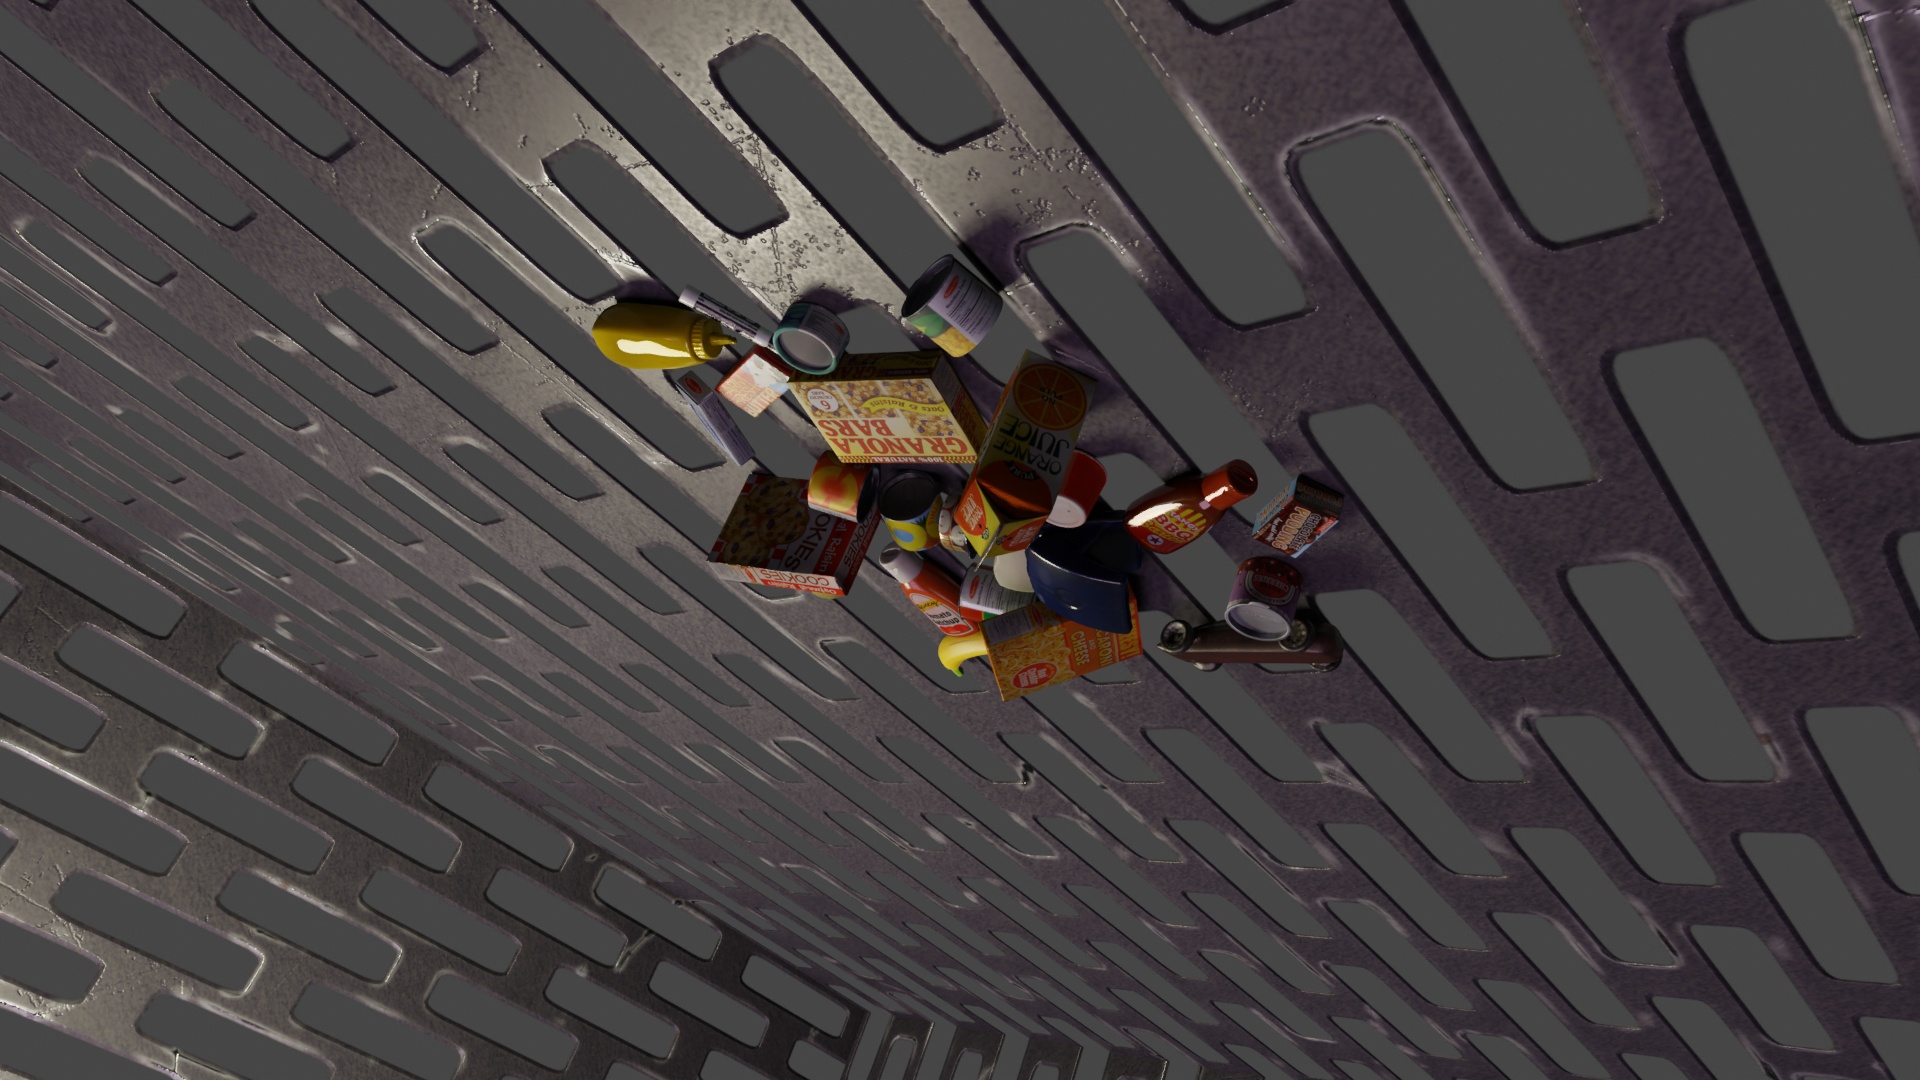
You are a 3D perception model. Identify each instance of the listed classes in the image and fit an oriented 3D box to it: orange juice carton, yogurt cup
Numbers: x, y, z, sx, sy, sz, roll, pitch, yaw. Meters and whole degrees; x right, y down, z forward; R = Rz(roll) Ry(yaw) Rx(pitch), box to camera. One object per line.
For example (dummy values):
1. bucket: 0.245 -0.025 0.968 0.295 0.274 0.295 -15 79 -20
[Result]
1. orange juice carton: 0.051 -0.065 1.213 0.073 0.193 0.071 24 149 -5
2. yogurt cup: 0.103 -0.049 1.344 0.072 0.054 0.072 16 149 10

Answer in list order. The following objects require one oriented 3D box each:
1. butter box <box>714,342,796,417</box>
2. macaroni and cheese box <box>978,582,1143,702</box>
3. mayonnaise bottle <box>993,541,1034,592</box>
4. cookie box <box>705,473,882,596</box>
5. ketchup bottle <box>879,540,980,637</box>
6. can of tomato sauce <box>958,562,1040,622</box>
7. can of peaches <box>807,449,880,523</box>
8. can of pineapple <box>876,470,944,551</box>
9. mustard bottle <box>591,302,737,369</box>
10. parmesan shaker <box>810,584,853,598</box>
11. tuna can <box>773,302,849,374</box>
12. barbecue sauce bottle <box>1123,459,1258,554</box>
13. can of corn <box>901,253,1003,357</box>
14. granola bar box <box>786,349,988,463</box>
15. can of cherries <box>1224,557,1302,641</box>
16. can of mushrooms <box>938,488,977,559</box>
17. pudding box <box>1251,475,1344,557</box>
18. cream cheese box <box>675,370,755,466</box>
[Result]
1. butter box: -0.202 -0.163 1.394 0.053 0.024 0.103 34 148 -20
2. macaroni and cheese box: 0.111 0.106 1.518 0.166 0.040 0.123 -19 145 -2
3. mayonnaise bottle: 0.062 -0.001 1.465 0.065 0.041 0.147 6 146 13
4. cookie box: -0.180 -0.008 1.531 0.167 0.123 0.040 6 147 25
5. ketchup bottle: -0.035 0.056 1.619 0.064 0.044 0.148 -9 138 42
6. can of tomato sauce: 0.048 0.065 1.556 0.083 0.071 0.071 12 148 17
7. can of peaches: -0.123 -0.060 1.470 0.058 0.071 0.071 17 150 11
8. can of pineapple: -0.047 -0.031 1.463 0.071 0.071 0.057 8 147 24
9. mustard bottle: -0.283 -0.199 1.364 0.160 0.049 0.065 6 147 24
10. parmesan shaker: -0.149 0.018 1.608 0.071 0.071 0.102 24 151 -3
11. tuna can: -0.142 -0.188 1.304 0.071 0.033 0.070 16 149 10
12. barbecue sauce bottle: 0.218 -0.034 1.303 0.065 0.044 0.148 32 148 -16
13. can of corn: -0.008 -0.197 1.168 0.058 0.071 0.071 36 147 -23
14. granola bar box: -0.068 -0.127 1.346 0.165 0.039 0.123 2 144 31
15. can of cherries: 0.303 0.057 1.380 0.071 0.059 0.071 18 150 11
16. can of mushrooms: 0.005 -0.018 1.444 0.033 0.071 0.070 11 148 23
17. pudding box: 0.309 -0.021 1.276 0.050 0.030 0.083 25 151 -6
18. cream cheese box: -0.258 -0.128 1.465 0.053 0.024 0.103 42 168 41
